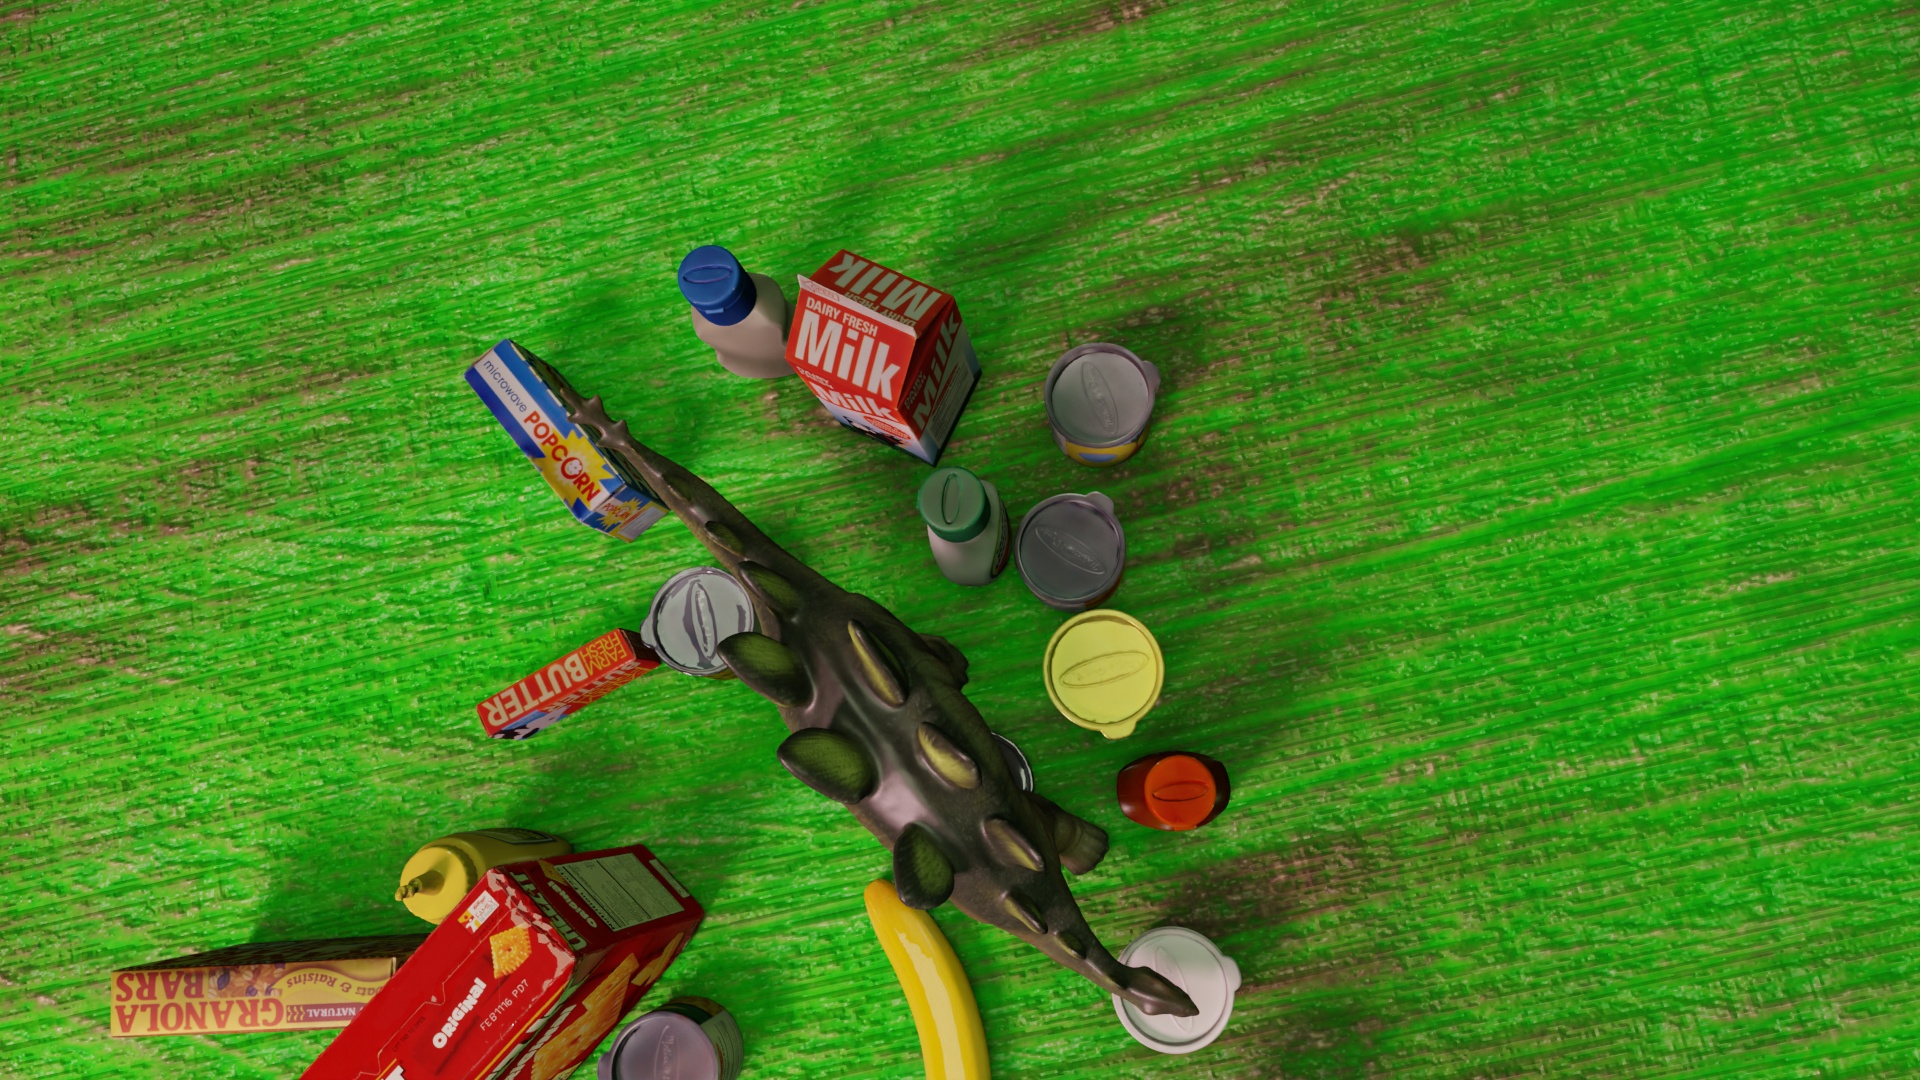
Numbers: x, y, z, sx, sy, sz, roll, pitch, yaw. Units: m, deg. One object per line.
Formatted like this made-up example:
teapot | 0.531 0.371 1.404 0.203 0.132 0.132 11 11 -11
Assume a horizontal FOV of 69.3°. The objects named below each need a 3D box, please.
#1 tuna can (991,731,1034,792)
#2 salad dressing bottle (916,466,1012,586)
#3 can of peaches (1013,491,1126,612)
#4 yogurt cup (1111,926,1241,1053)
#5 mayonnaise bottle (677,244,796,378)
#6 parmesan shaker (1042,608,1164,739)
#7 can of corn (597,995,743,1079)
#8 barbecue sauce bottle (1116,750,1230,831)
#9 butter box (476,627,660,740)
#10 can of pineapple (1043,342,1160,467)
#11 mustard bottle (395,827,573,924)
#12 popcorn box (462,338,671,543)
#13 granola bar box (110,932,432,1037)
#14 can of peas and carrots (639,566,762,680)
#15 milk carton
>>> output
tuna can | 0.010 0.149 0.836 0.071 0.033 0.071 -1 80 6
salad dressing bottle | 0.003 -0.010 0.806 0.044 0.147 0.064 5 81 7
can of peaches | 0.069 0.007 0.841 0.071 0.058 0.071 -1 80 6
yogurt cup | 0.121 0.253 0.795 0.072 0.054 0.072 -1 80 6
mayonnaise bottle | -0.131 -0.136 0.842 0.065 0.148 0.041 -6 80 6
parmesan shaker | 0.084 0.080 0.804 0.071 0.103 0.071 -1 81 6
can of corn | -0.169 0.306 0.816 0.071 0.058 0.071 -1 80 6
barbecue sauce bottle | 0.119 0.138 0.767 0.065 0.148 0.044 -7 80 5
butter box | -0.242 0.089 0.864 0.103 0.053 0.024 -29 79 1
can of pineapple | 0.088 -0.082 0.854 0.071 0.058 0.071 -1 80 6
mustard bottle | -0.277 0.192 0.795 0.065 0.160 0.049 7 82 8
popcorn box | -0.246 -0.061 0.874 0.038 0.085 0.127 -41 79 -1
granola bar box | -0.379 0.259 0.814 0.165 0.124 0.039 -4 80 6
can of peas and carrots | -0.154 0.053 0.857 0.071 0.058 0.071 -1 80 6
milk carton | -0.043 -0.107 0.806 0.072 0.190 0.073 25 85 10
